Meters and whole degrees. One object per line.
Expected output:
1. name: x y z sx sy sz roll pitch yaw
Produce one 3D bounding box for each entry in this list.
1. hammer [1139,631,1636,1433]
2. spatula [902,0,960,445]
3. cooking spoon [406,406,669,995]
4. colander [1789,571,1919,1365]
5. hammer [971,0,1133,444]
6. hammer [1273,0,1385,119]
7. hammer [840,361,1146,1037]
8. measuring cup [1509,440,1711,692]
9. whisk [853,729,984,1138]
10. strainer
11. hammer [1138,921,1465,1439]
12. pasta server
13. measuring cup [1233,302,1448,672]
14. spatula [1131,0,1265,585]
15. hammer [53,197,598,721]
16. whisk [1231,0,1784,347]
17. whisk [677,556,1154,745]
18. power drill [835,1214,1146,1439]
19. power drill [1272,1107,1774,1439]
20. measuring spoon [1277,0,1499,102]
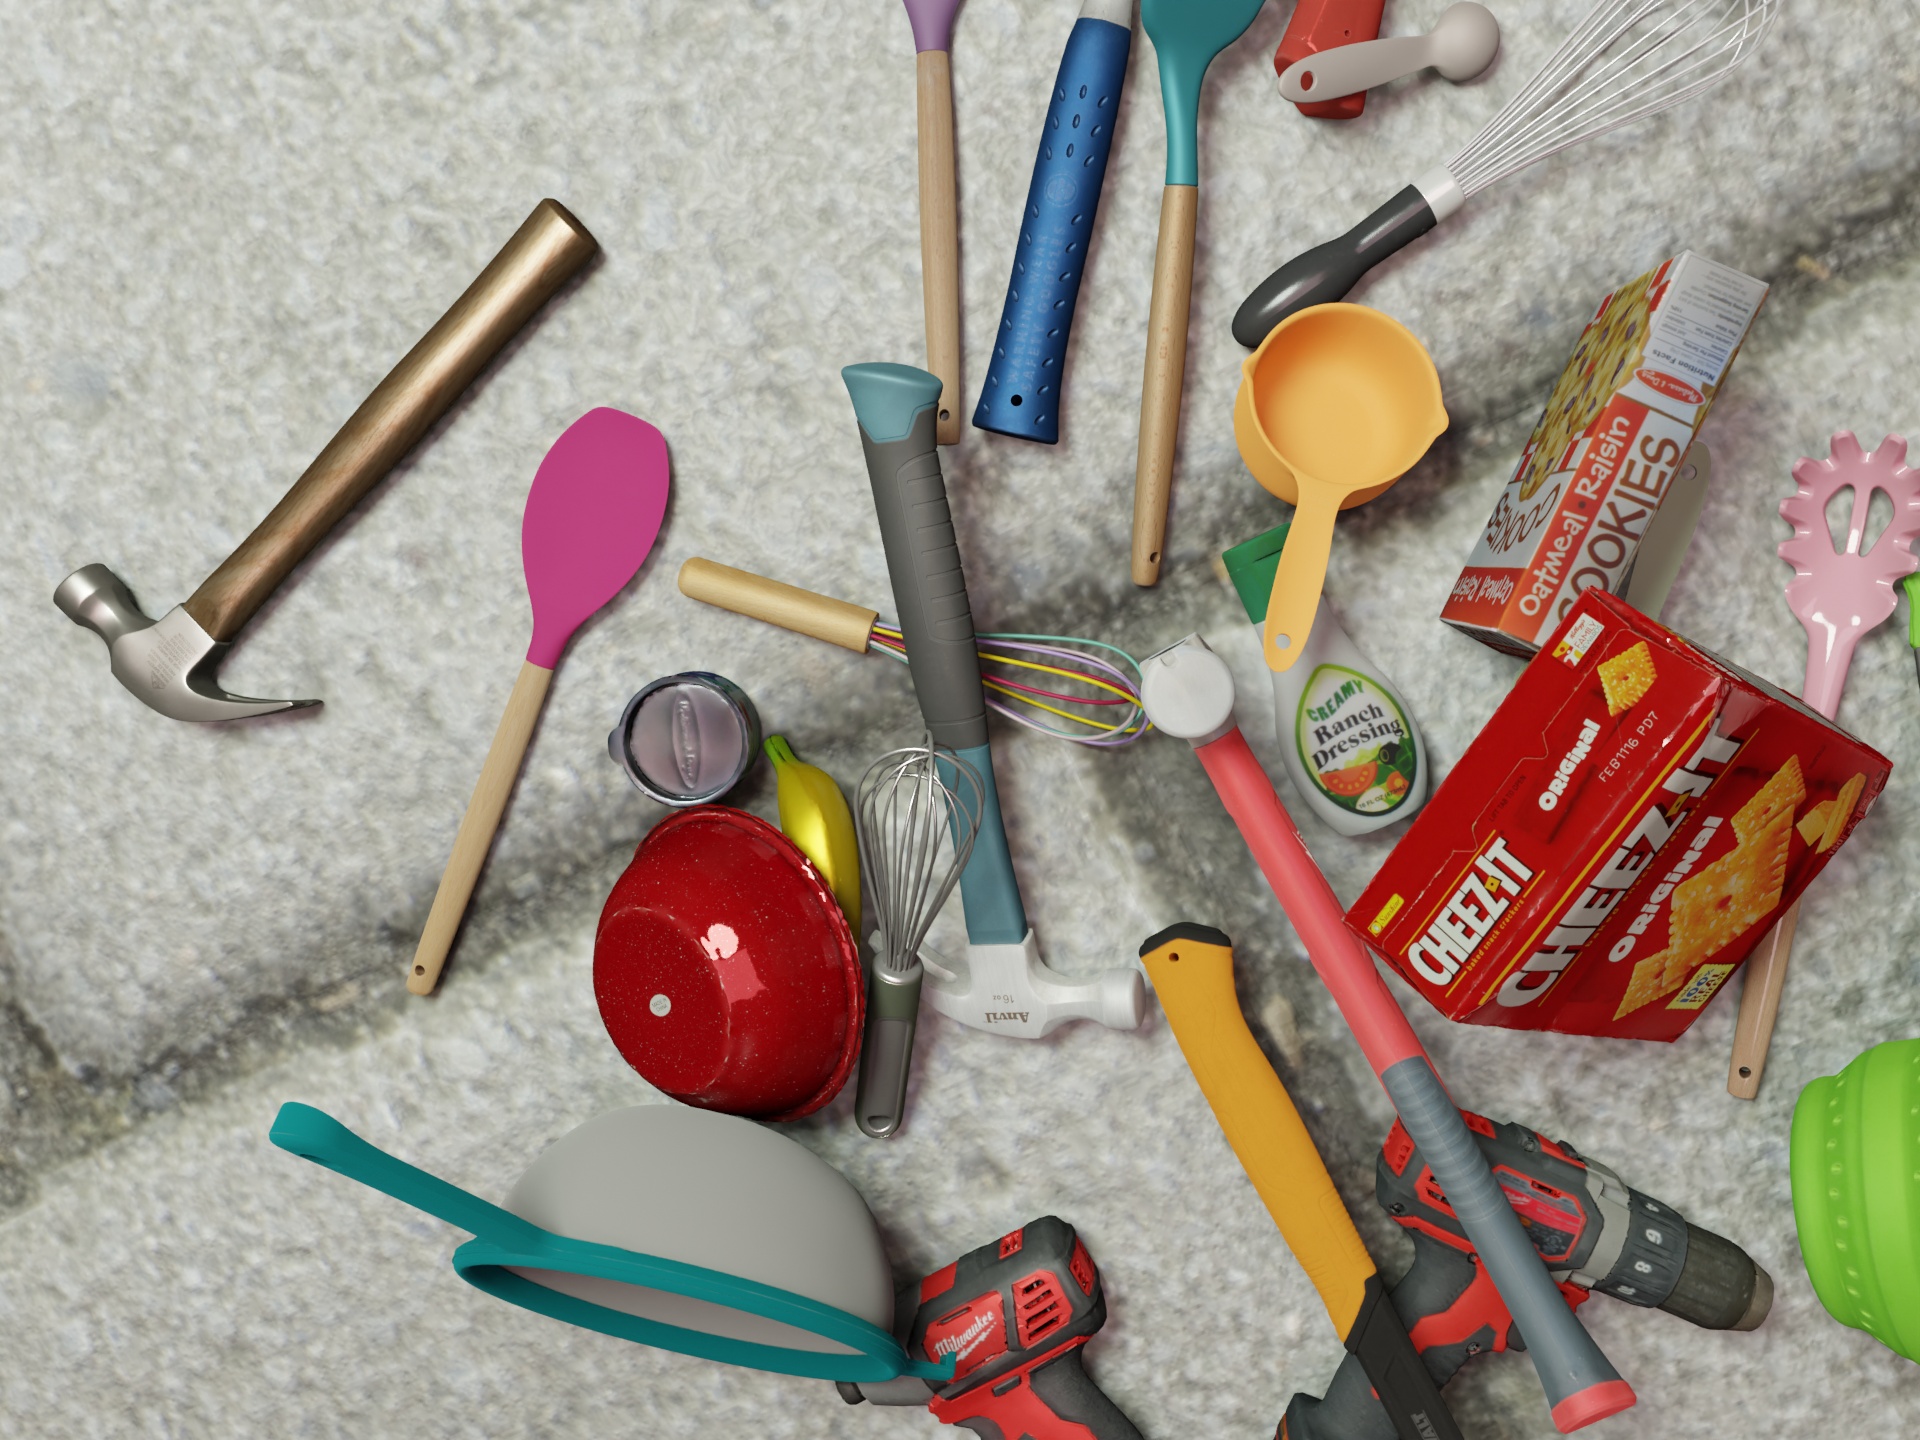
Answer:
1. hammer: 0.187 0.135 0.711 0.038 0.143 0.386 -29 90 9
2. spatula: -0.010 -0.291 0.757 0.060 0.018 0.316 -1 95 5
3. cooking spoon: -0.223 -0.005 0.808 0.069 0.017 0.319 23 97 4
4. colander: 0.427 0.134 0.719 0.094 0.204 0.397 -12 77 40
5. hammer: 0.063 -0.334 0.737 0.144 0.035 0.405 13 97 4
6. hammer: 0.204 -0.452 0.698 0.149 0.037 0.359 4 103 -21
7. hammer: -0.001 -0.002 0.740 0.128 0.033 0.331 -5 108 20
8. measuring cup: 0.310 -0.048 0.742 0.083 0.038 0.167 19 95 4
9. whisk: -0.028 0.109 0.744 0.058 0.059 0.246 4 124 -7
10. strainer: -0.151 0.203 0.701 0.211 0.340 0.095 -7 54 32
11. hammer: 0.165 0.251 0.729 0.127 0.034 0.337 -29 77 12
12. pasta server: 0.392 0.026 0.740 0.060 0.040 0.316 12 100 32
13. measuring cup: 0.158 -0.100 0.723 0.095 0.052 0.174 16 81 0
14. spatula: 0.103 -0.216 0.722 0.082 0.044 0.317 -5 108 -28
15. hammer: -0.302 -0.127 0.797 0.331 0.031 0.130 -44 90 8
16. whisk: 0.244 -0.258 0.718 0.284 0.070 0.070 -35 92 12
17. whisk: -0.022 -0.039 0.773 0.245 0.047 0.051 18 99 7
18. power drill: 0.040 0.372 0.794 0.143 0.078 0.219 -30 90 8
19. power drill: 0.262 0.313 0.765 0.188 0.080 0.226 23 94 3
20. measuring spoon: 0.194 -0.294 0.708 0.124 0.018 0.034 -22 116 -21
